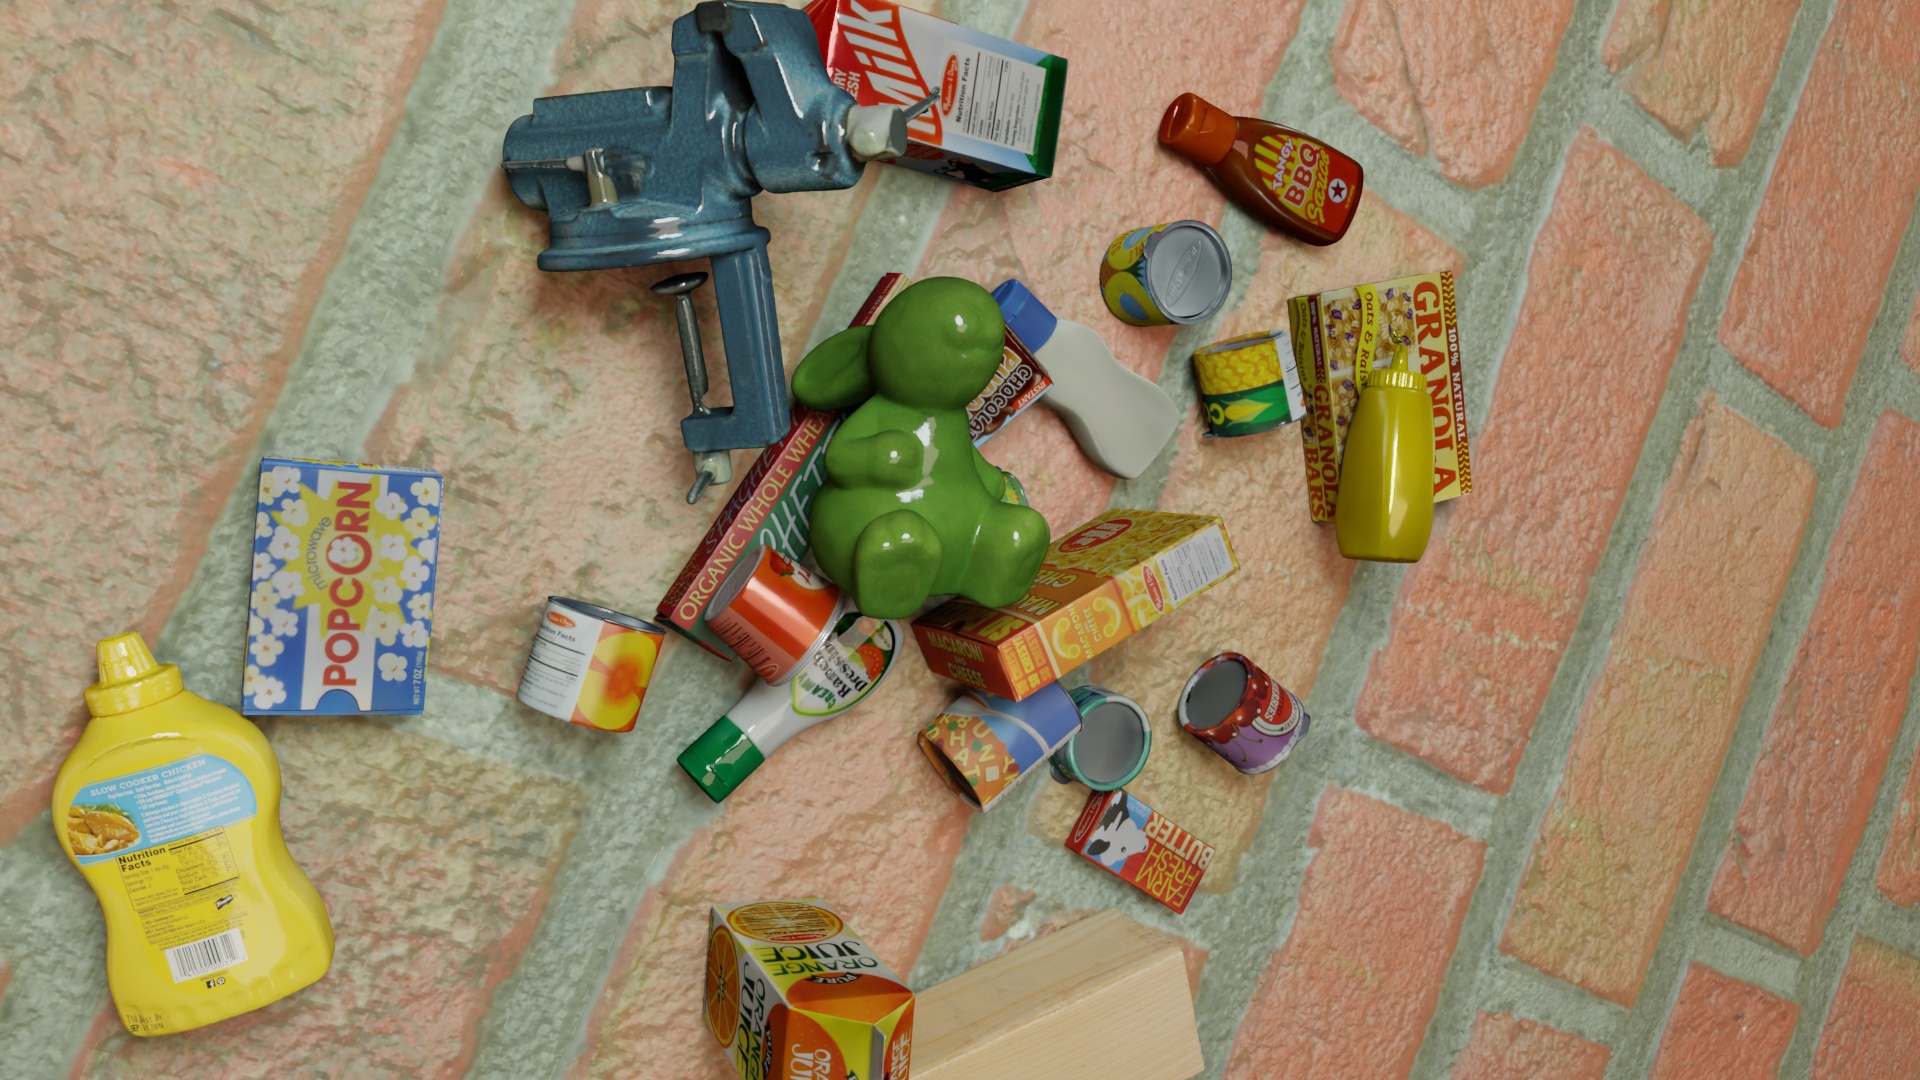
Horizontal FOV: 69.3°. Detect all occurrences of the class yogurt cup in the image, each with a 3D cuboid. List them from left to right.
[{"bbox_3d":[-0.104,0.039,0.769,0.054,0.072,0.072,39,78,-17],"label":"yogurt cup"}]

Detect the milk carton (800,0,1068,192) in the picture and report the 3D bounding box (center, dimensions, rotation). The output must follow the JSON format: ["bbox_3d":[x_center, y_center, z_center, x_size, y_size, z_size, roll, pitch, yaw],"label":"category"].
[{"bbox_3d":[-0.040,-0.261,0.799,0.191,0.072,0.073,7,92,-28],"label":"milk carton"}]

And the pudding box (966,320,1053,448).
[{"bbox_3d":[0.009,-0.089,0.846,0.083,0.030,0.049,-38,113,12],"label":"pudding box"}]

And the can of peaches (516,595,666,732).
[{"bbox_3d":[-0.199,0.068,0.756,0.071,0.071,0.058,19,87,-27],"label":"can of peaches"}]

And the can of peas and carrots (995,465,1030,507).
[{"bbox_3d":[0.003,-0.011,0.850,0.059,0.071,0.071,-4,97,-26],"label":"can of peas and carrots"}]

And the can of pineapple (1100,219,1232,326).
[{"bbox_3d":[0.132,-0.174,0.901,0.071,0.058,0.071,-3,96,-27],"label":"can of pineapple"}]

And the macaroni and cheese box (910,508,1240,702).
[{"bbox_3d":[0.067,0.034,0.854,0.167,0.123,0.040,-28,104,-21],"label":"macaroni and cheese box"}]

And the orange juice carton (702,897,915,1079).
[{"bbox_3d":[-0.080,0.264,0.764,0.073,0.193,0.071,3,95,-26],"label":"orange juice carton"}]

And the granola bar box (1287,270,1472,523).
[{"bbox_3d":[0.305,-0.104,1.006,0.124,0.039,0.165,-13,101,-24],"label":"granola bar box"}]

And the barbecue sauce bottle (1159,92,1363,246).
[{"bbox_3d":[0.202,-0.254,0.937,0.148,0.043,0.065,19,88,-27],"label":"barbecue sauce bottle"}]

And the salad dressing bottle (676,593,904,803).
[{"bbox_3d":[-0.100,0.091,0.820,0.148,0.044,0.064,-43,113,-16],"label":"salad dressing bottle"}]

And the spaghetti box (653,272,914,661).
[{"bbox_3d":[-0.089,-0.045,0.820,0.050,0.028,0.250,38,78,-26],"label":"spaghetti box"}]

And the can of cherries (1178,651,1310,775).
[{"bbox_3d":[0.195,0.118,0.956,0.058,0.071,0.071,38,78,-24],"label":"can of cherries"}]

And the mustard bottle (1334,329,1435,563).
[{"bbox_3d":[0.294,-0.065,0.948,0.049,0.065,0.160,8,89,-21],"label":"mustard bottle"}]

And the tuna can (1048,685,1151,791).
[{"bbox_3d":[0.091,0.134,0.927,0.071,0.033,0.071,-3,96,-27],"label":"tuna can"}]

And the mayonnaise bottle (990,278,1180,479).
[{"bbox_3d":[0.073,-0.106,0.890,0.148,0.041,0.065,41,81,-23],"label":"mayonnaise bottle"}]

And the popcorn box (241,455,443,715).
[{"bbox_3d":[-0.315,0.023,0.709,0.085,0.038,0.126,4,93,-28],"label":"popcorn box"}]

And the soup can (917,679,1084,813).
[{"bbox_3d":[0.023,0.118,0.873,0.084,0.071,0.071,-38,111,-18],"label":"soup can"}]

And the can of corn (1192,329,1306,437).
[{"bbox_3d":[0.192,-0.106,0.936,0.071,0.071,0.058,-21,104,-23],"label":"can of corn"}]

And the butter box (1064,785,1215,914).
[{"bbox_3d":[0.125,0.212,0.956,0.103,0.024,0.053,35,79,-25],"label":"butter box"}]
